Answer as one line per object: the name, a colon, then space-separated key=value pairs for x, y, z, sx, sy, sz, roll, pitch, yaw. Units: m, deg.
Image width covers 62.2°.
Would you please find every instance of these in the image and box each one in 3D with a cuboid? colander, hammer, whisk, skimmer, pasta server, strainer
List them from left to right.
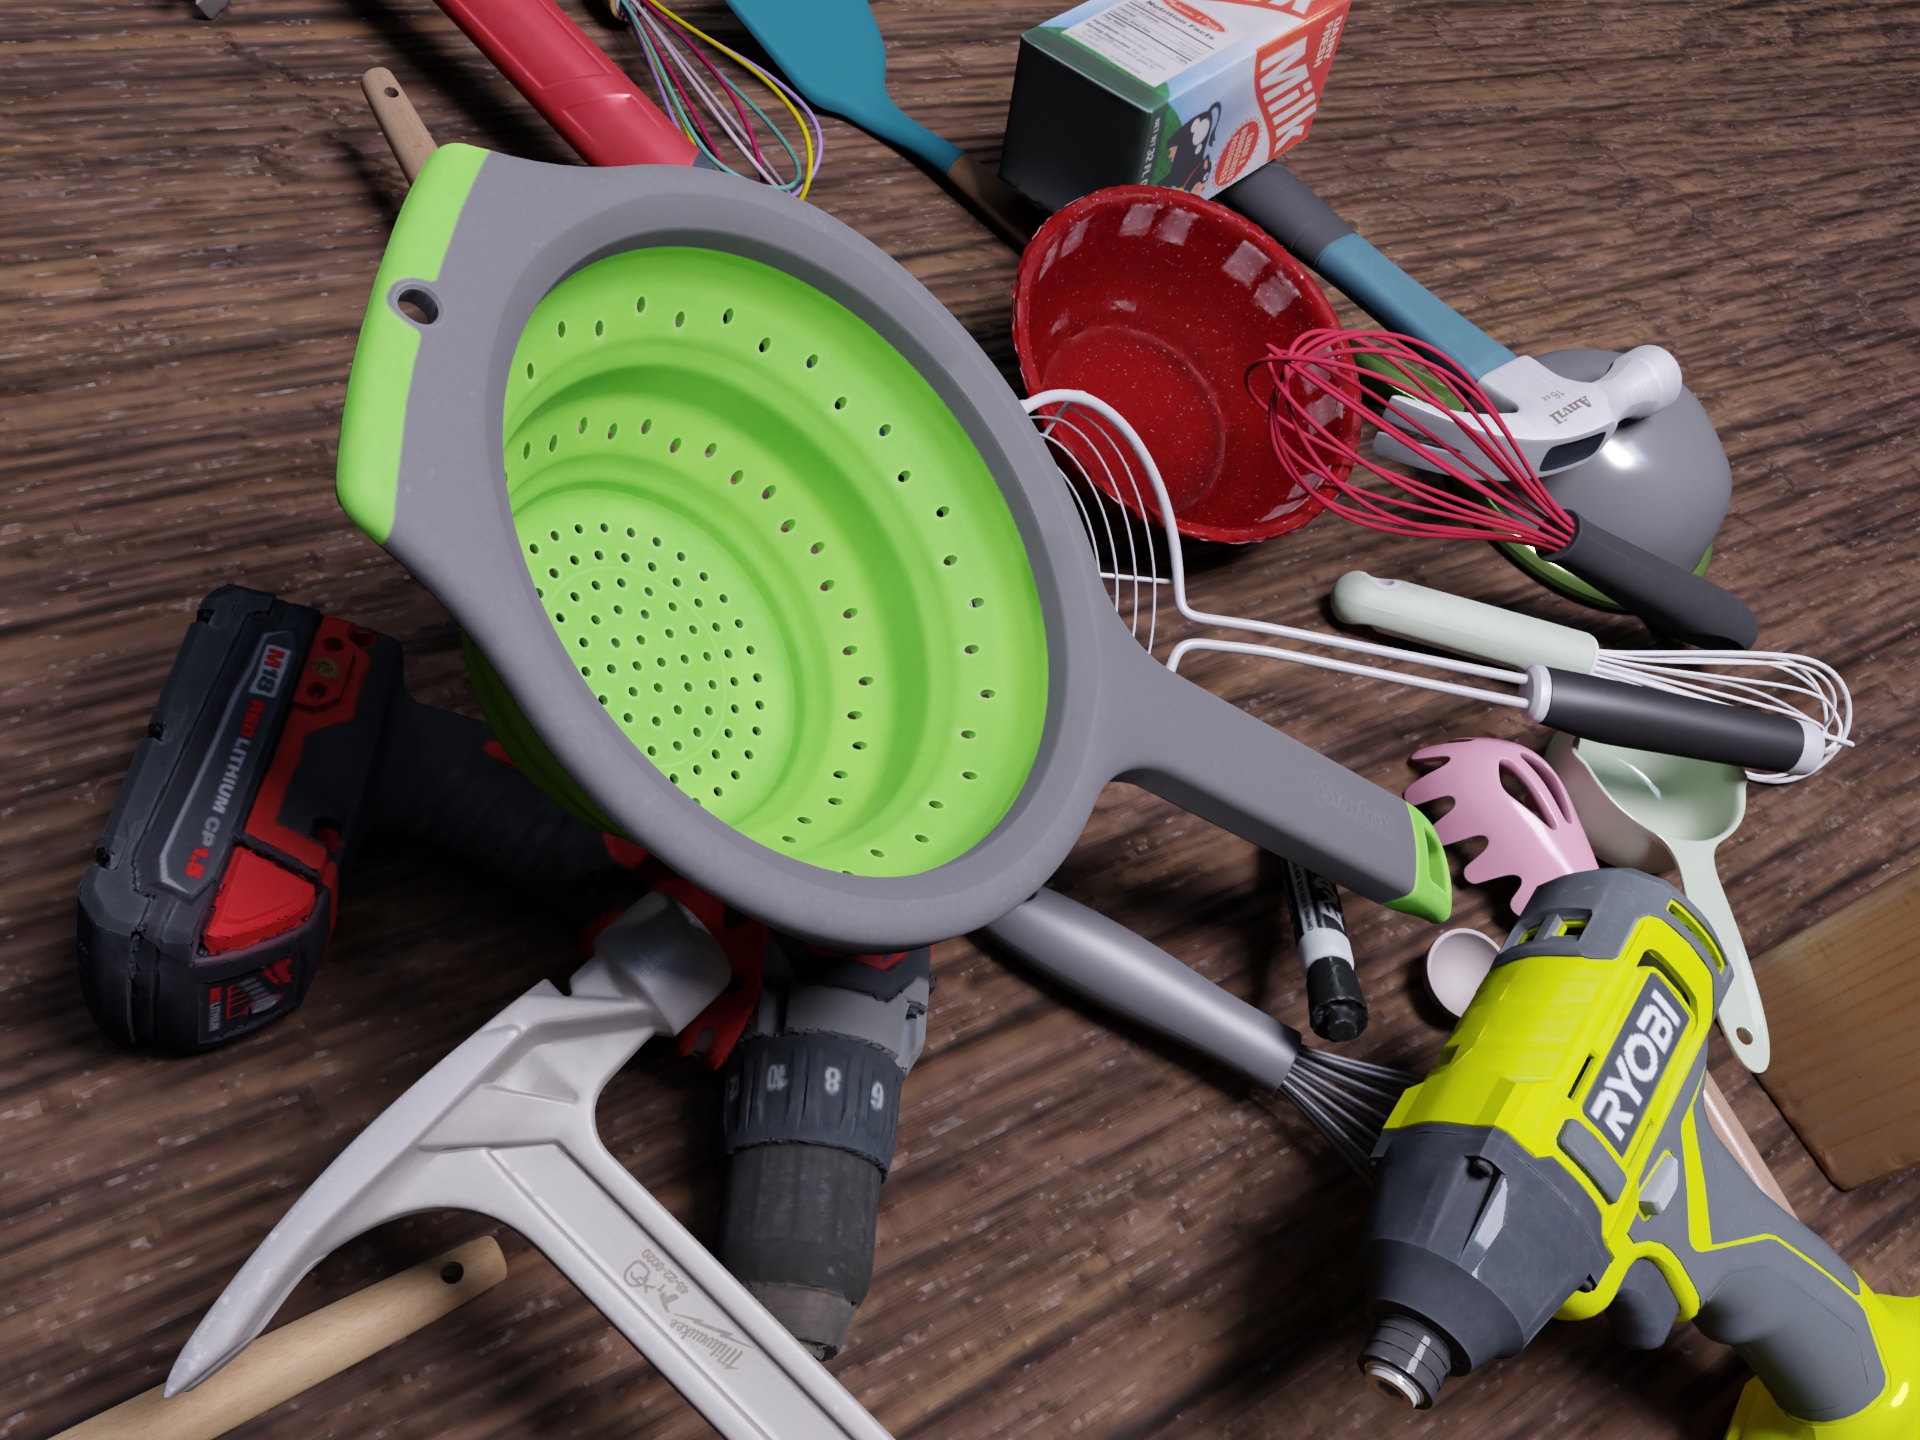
hammer: x=-0.132 y=-0.208 z=0.628 sx=0.143 sy=0.038 sz=0.386 roll=-44 pitch=87 yaw=-3
whisk: x=-0.138 y=-0.305 z=0.707 sx=0.051 sy=0.047 sz=0.245 roll=-23 pitch=65 yaw=-31
colander: x=-0.001 y=-0.001 z=0.463 sx=0.396 sy=0.094 sz=0.205 roll=26 pitch=53 yaw=-35
hammer: x=0.001 y=0.212 z=0.359 sx=0.359 sy=0.036 sz=0.149 roll=44 pitch=67 yaw=3
whisk: x=0.104 y=0.115 z=0.524 sx=0.239 sy=0.055 sz=0.055 roll=29 pitch=52 yaw=4
hammer: x=0.168 y=-0.227 z=0.746 sx=0.128 sy=0.033 sz=0.331 roll=-29 pitch=61 yaw=-21
skimmer: x=0.169 y=-0.027 z=0.578 sx=0.363 sy=0.090 sz=0.127 roll=11 pitch=75 yaw=-9
strainer: x=0.262 y=-0.154 z=0.748 sx=0.256 sy=0.069 sz=0.152 roll=27 pitch=52 yaw=-5
whisk: x=0.232 y=-0.083 z=0.650 sx=0.295 sy=0.073 sz=0.073 roll=21 pitch=51 yaw=-27
whisk: x=0.274 y=-0.023 z=0.685 sx=0.246 sy=0.059 sz=0.058 roll=15 pitch=17 yaw=-8
pasta server: x=0.264 y=0.138 z=0.585 sx=0.060 sy=0.040 sz=0.316 roll=-15 pitch=69 yaw=-29

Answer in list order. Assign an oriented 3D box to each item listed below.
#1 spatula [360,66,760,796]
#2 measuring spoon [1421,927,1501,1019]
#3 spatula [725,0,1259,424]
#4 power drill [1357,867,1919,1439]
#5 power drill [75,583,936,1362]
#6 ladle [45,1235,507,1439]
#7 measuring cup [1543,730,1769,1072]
spatula: x=-0.147 y=-0.111 z=0.570 sx=0.060 sy=0.018 sz=0.316 roll=-22 pitch=75 yaw=-30
measuring spoon: x=0.212 y=0.128 z=0.578 sx=0.034 sy=0.018 sz=0.124 roll=-38 pitch=84 yaw=-25
spatula: x=0.019 y=-0.244 z=0.726 sx=0.317 sy=0.044 sz=0.082 roll=42 pitch=56 yaw=7
power drill: x=0.212 y=0.178 z=0.459 sx=0.223 sy=0.080 sz=0.171 roll=49 pitch=58 yaw=-9
power drill: x=-0.116 y=0.069 z=0.445 sx=0.226 sy=0.080 sz=0.188 roll=15 pitch=54 yaw=-16
ladle: x=-0.244 y=0.183 z=0.329 sx=0.320 sy=0.062 sz=0.078 roll=-20 pitch=66 yaw=-34
measuring cup: x=0.278 y=0.064 z=0.628 sx=0.083 sy=0.038 sz=0.168 roll=7 pitch=55 yaw=-15
